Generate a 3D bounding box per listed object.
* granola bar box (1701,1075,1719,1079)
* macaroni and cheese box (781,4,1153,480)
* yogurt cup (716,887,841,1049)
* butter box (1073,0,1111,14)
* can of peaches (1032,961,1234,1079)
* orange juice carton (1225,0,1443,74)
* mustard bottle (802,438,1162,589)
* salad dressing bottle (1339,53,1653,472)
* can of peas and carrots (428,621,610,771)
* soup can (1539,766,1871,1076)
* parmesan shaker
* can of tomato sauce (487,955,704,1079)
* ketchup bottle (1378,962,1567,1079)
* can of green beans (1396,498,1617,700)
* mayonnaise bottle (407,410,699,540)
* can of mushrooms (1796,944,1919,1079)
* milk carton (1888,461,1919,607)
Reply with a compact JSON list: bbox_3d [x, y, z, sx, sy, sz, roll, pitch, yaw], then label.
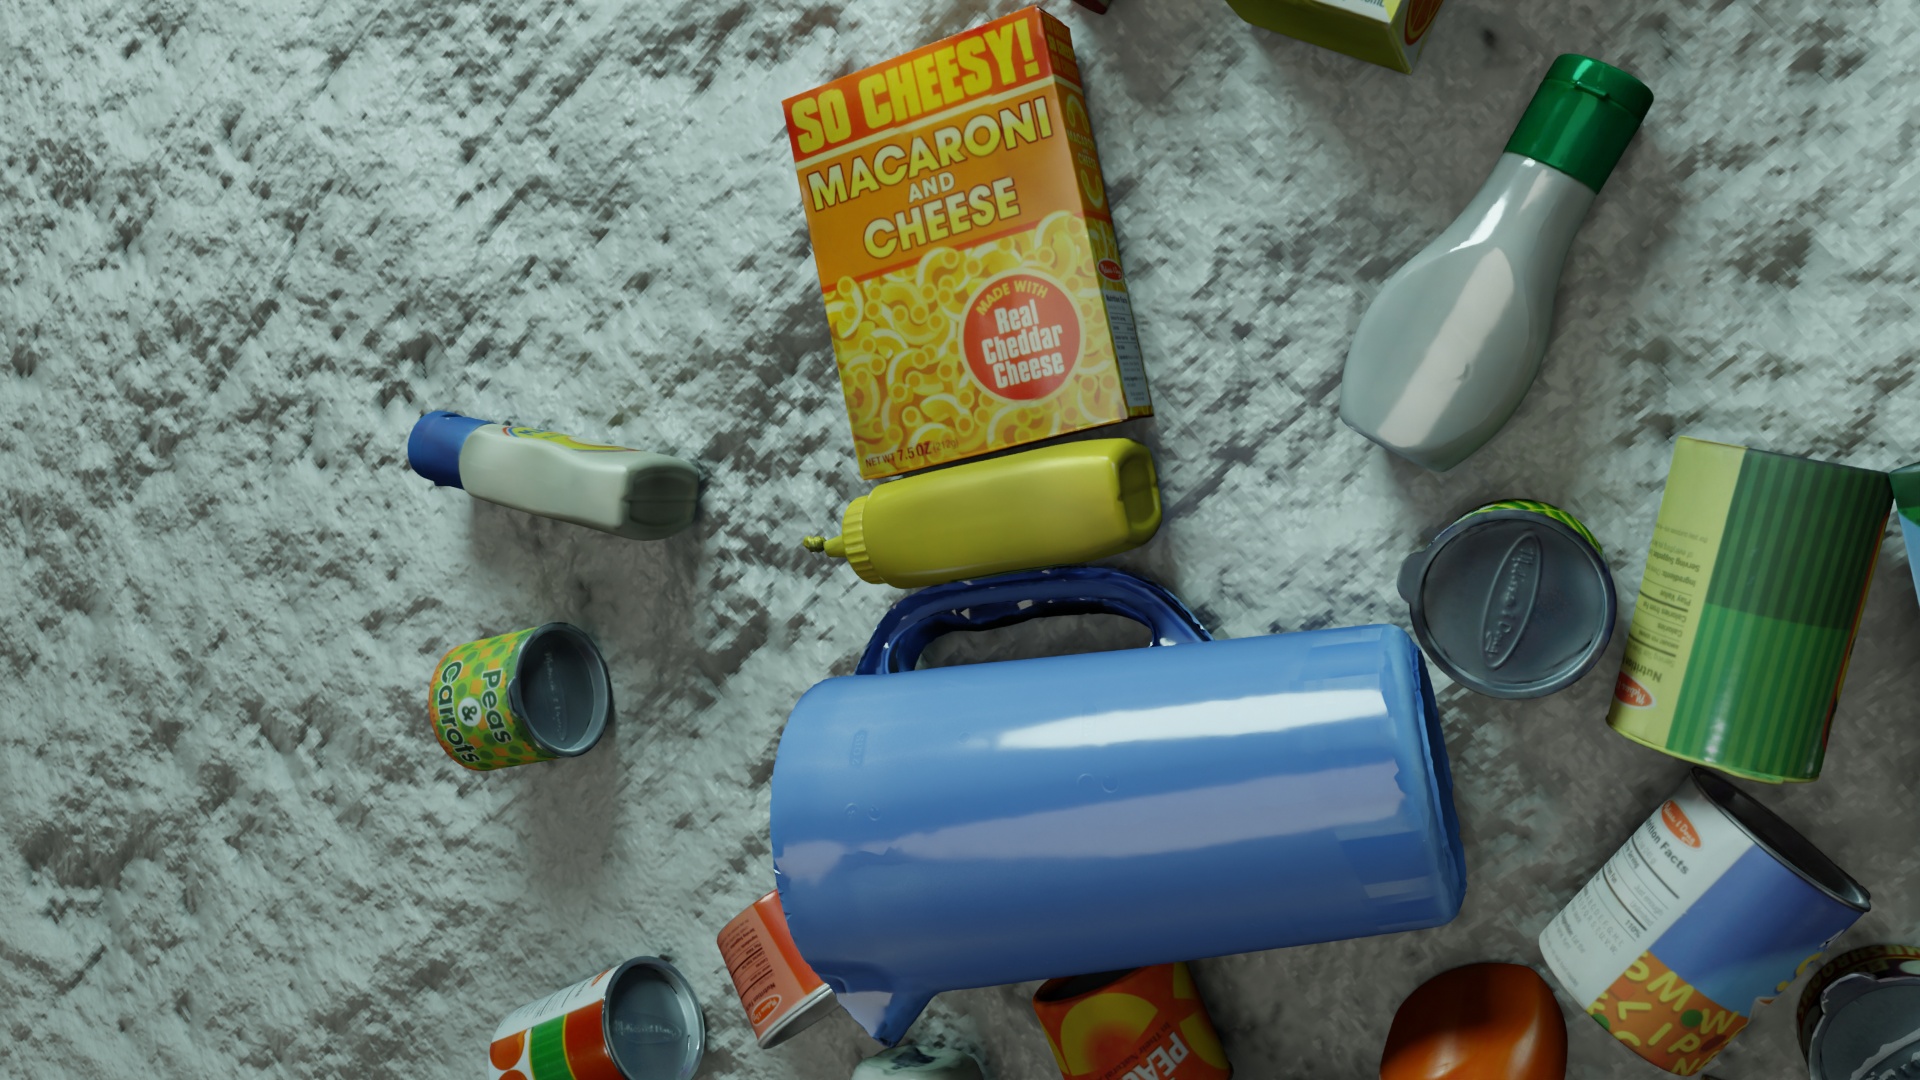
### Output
[{"bbox_3d":[0.313,0.290,0.486,0.124,0.039,0.165,10,99,22],"label":"granola bar box"},{"bbox_3d":[0.001,-0.119,0.583,0.123,0.040,0.166,-12,91,24],"label":"macaroni and cheese box"},{"bbox_3d":[-0.075,0.190,0.634,0.072,0.072,0.054,-44,70,21],"label":"yogurt cup"},{"bbox_3d":[0.065,-0.260,0.535,0.024,0.053,0.103,35,108,14],"label":"butter box"},{"bbox_3d":[0.069,0.202,0.567,0.071,0.071,0.058,-26,84,24],"label":"can of peaches"},{"bbox_3d":[0.160,-0.273,0.481,0.072,0.073,0.192,26,104,20],"label":"orange juice carton"},{"bbox_3d":[0.002,-0.007,0.583,0.160,0.065,0.048,-10,94,29],"label":"mustard bottle"},{"bbox_3d":[0.193,-0.098,0.501,0.064,0.044,0.147,32,106,20],"label":"salad dressing bottle"},{"bbox_3d":[-0.217,0.078,0.680,0.058,0.071,0.071,-13,90,25],"label":"can of peas and carrots"},{"bbox_3d":[0.257,0.133,0.482,0.071,0.071,0.083,39,109,16],"label":"soup can"},{"bbox_3d":[0.265,0.022,0.464,0.071,0.071,0.103,14,100,22],"label":"parmesan shaker"},{"bbox_3d":[-0.179,0.251,0.682,0.083,0.071,0.071,-28,84,24],"label":"can of tomato sauce"},{"bbox_3d":[0.173,0.193,0.478,0.064,0.149,0.043,-29,82,23],"label":"ketchup bottle"},{"bbox_3d":[0.199,0.019,0.500,0.071,0.058,0.071,3,96,23],"label":"can of green beans"},{"bbox_3d":[-0.201,-0.033,0.669,0.148,0.065,0.041,13,97,26],"label":"mayonnaise bottle"},{"bbox_3d":[0.323,0.173,0.474,0.071,0.033,0.071,3,97,24],"label":"can of mushrooms"},{"bbox_3d":[0.353,0.060,0.415,0.073,0.072,0.190,-13,90,60],"label":"milk carton"}]
